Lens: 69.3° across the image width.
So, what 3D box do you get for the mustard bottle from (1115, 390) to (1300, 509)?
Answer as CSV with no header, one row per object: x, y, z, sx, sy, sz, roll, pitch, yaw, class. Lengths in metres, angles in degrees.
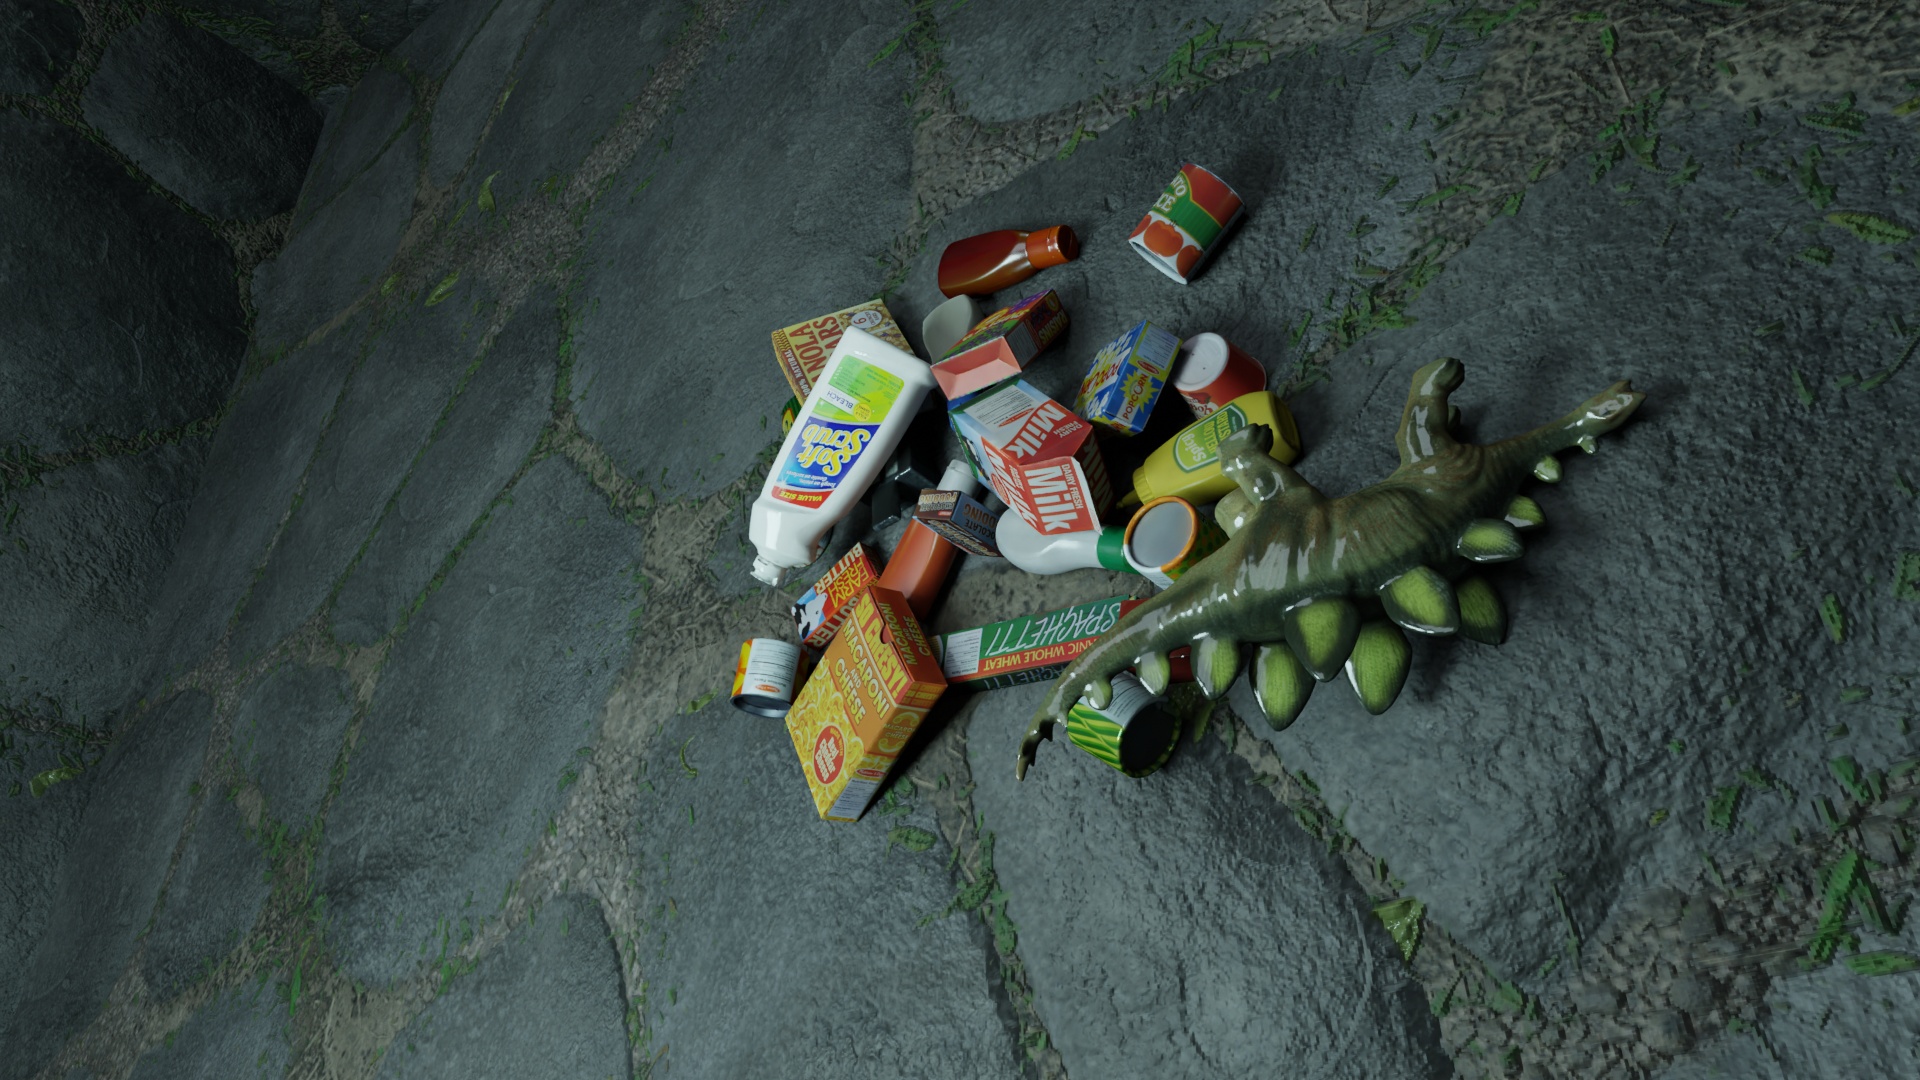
0.188,-0.059,1.098,0.160,0.048,0.065,-29,47,28,mustard bottle

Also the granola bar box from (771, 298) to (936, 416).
-0.111,-0.173,1.415,0.124,0.038,0.166,-19,44,-10,granola bar box

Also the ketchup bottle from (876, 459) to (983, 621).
-0.025,-0.001,1.266,0.065,0.043,0.149,16,76,55,ketchup bottle

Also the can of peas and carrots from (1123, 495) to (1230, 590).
0.169,0.004,1.069,0.071,0.058,0.071,-22,52,32,can of peas and carrots

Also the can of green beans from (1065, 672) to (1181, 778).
0.121,0.135,1.027,0.058,0.071,0.071,25,84,48,can of green beans

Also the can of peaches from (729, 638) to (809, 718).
-0.180,0.131,1.314,0.071,0.071,0.058,-13,57,38,can of peaches

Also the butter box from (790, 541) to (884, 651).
-0.116,0.054,1.332,0.103,0.024,0.053,-43,43,15,butter box

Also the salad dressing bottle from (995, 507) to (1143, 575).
0.096,0.001,1.151,0.147,0.044,0.064,10,61,45,salad dressing bottle

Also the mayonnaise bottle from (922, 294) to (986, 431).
0.000,-0.169,1.352,0.064,0.041,0.149,-30,49,27,mayonnaise bottle

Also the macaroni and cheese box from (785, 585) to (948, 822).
-0.086,0.141,1.203,0.165,0.040,0.124,-58,39,25,macaroni and cheese box

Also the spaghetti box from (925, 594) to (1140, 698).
0.045,0.093,1.152,0.249,0.028,0.050,-15,57,37,spaghetti box

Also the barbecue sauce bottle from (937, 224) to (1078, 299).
0.046,-0.279,1.374,0.148,0.043,0.065,-6,62,41,barbecue sauce bottle

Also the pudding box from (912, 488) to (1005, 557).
0.004,-0.015,1.217,0.049,0.083,0.030,5,70,45,pudding box

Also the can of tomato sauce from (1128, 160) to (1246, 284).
0.196,-0.277,1.212,0.083,0.071,0.071,-53,42,5,can of tomato sauce

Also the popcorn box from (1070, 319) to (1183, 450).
0.132,-0.126,1.157,0.085,0.038,0.126,-64,9,-9,popcorn box

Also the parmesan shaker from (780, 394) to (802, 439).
-0.143,-0.098,1.422,0.071,0.071,0.103,-41,41,17,parmesan shaker

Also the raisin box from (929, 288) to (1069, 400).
0.038,-0.182,1.279,0.086,0.040,0.124,-19,18,36,raisin box

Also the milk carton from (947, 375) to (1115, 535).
0.066,-0.067,1.161,0.073,0.072,0.191,-28,30,-11,milk carton

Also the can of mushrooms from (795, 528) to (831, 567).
-0.166,-0.007,1.411,0.071,0.033,0.071,-22,52,32,can of mushrooms

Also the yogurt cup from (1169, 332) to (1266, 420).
0.206,-0.132,1.124,0.072,0.054,0.073,-22,52,32,yogurt cup
